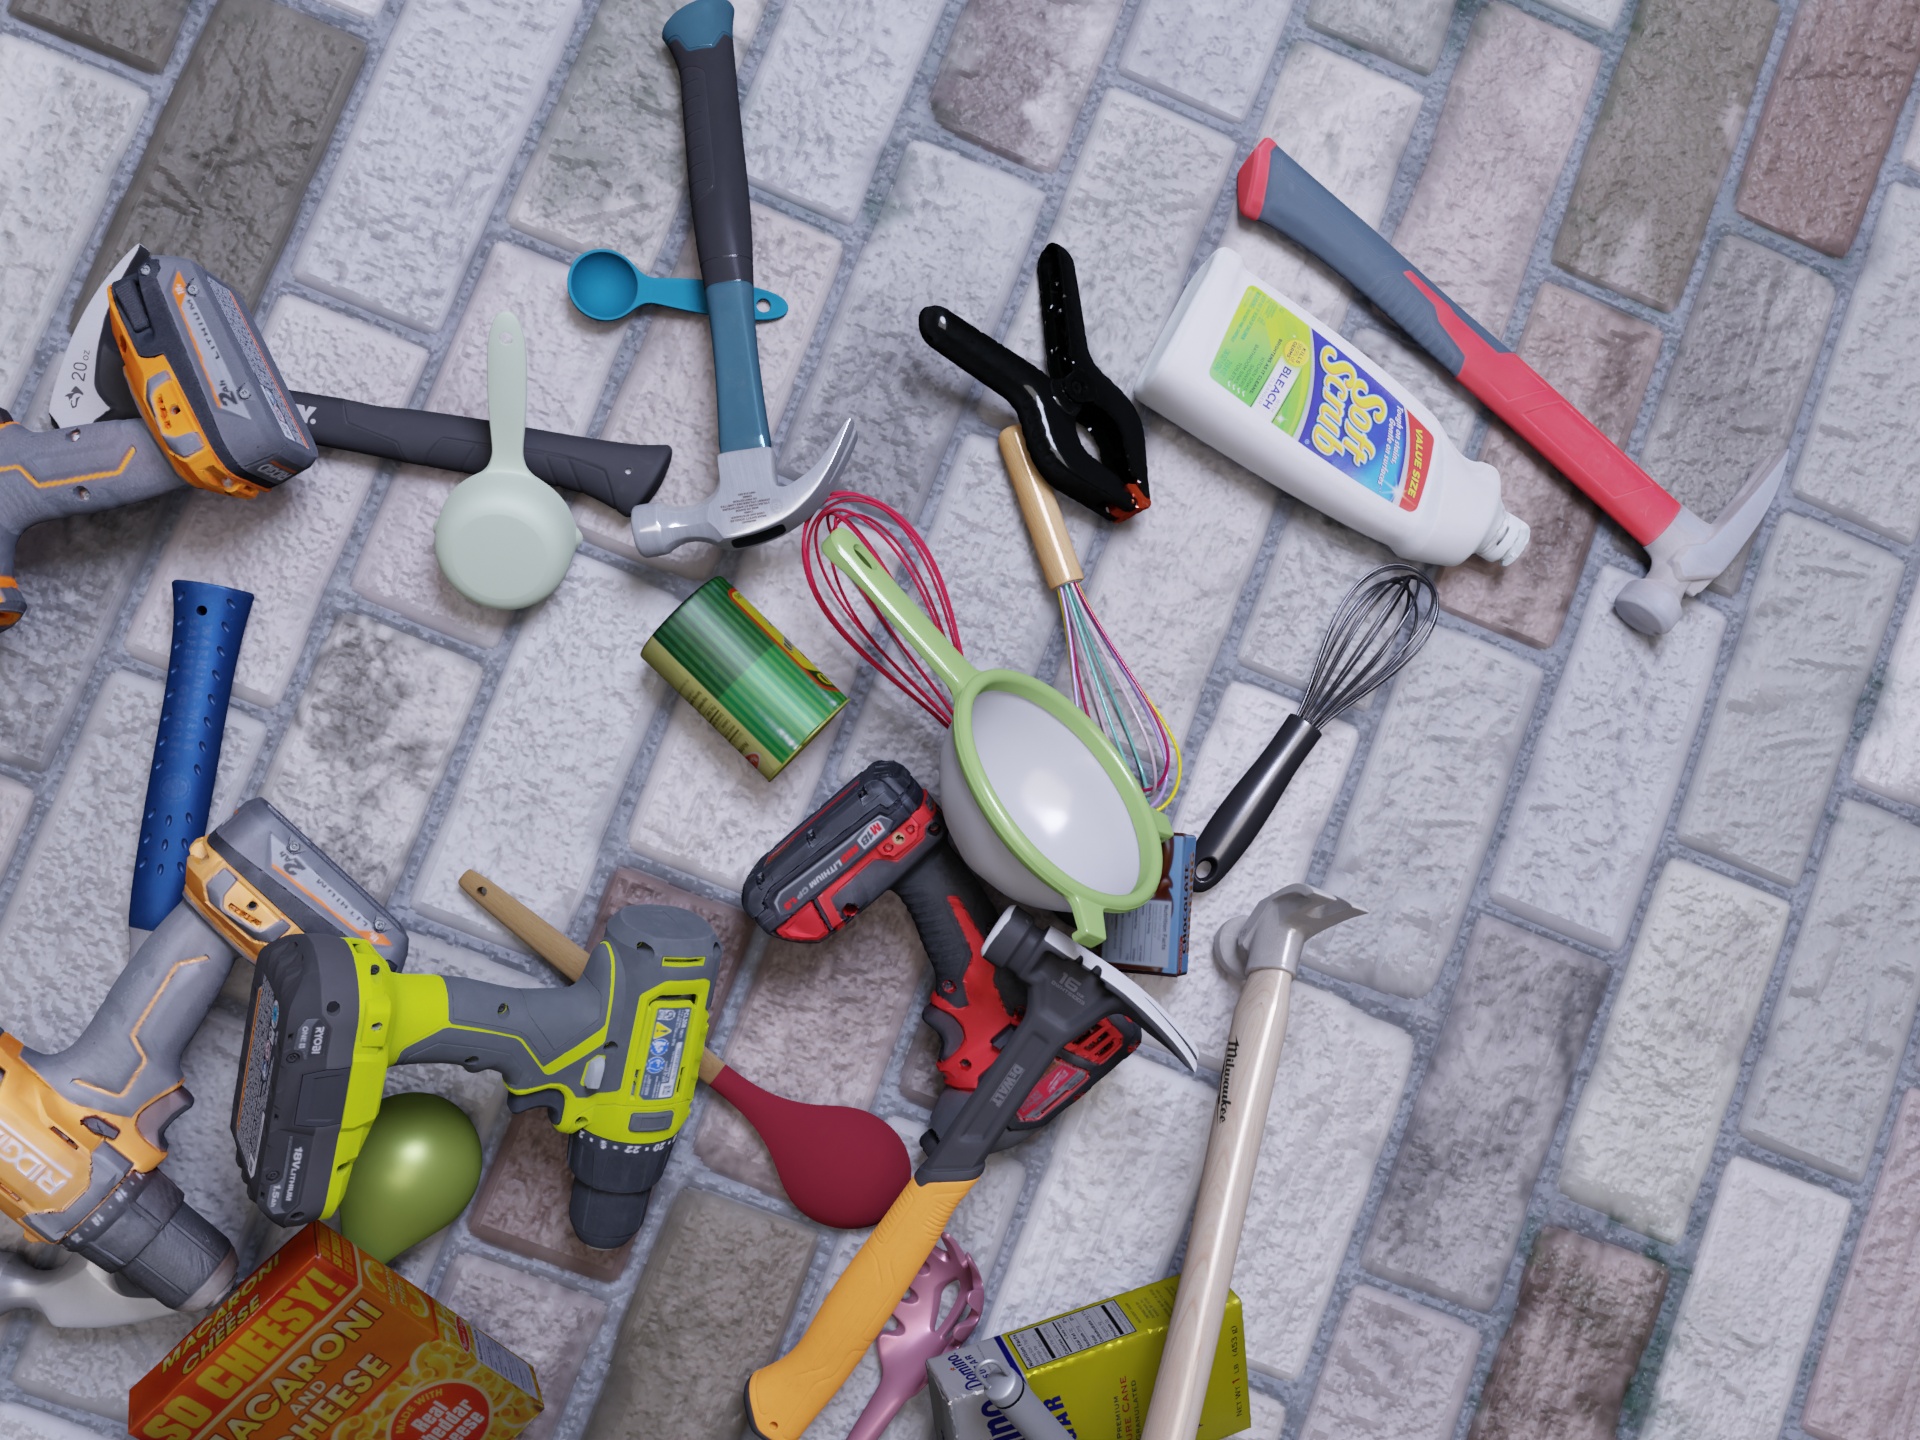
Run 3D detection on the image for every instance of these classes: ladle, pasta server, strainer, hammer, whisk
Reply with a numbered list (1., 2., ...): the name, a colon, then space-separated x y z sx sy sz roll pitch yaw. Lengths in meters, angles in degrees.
1. ladle: -0.158 0.185 0.907 0.315 0.031 0.069 38 85 -1
2. pasta server: -0.079 0.432 0.895 0.040 0.060 0.316 38 84 -44
3. strainer: 0.000 0.011 0.855 0.256 0.151 0.069 49 119 0
4. hammer: -0.438 0.126 0.873 0.144 0.035 0.405 8 86 -6
5. whisk: 0.208 0.006 0.952 0.055 0.055 0.239 36 88 -3
6. whisk: -0.001 -0.003 0.922 0.073 0.073 0.296 -33 97 -7
7. hammer: -0.012 0.267 0.863 0.127 0.034 0.337 34 102 5
8. hammer: 0.131 0.284 0.824 0.038 0.146 0.411 19 70 -5
9. hammer: -0.333 -0.171 0.903 0.334 0.035 0.146 8 86 -6
10. whisk: 0.074 -0.061 0.940 0.047 0.051 0.245 -22 83 27
11. hammer: 0.332 -0.230 0.981 0.386 0.038 0.143 41 82 -3
12. ladle: -0.360 0.352 0.872 0.078 0.062 0.320 28 91 -12
13. hammer: -0.135 -0.259 0.908 0.128 0.033 0.331 -7 79 1
14. strainer: 0.073 0.417 0.853 0.087 0.050 0.258 -29 118 9

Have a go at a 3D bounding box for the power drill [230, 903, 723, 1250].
1. power drill: -0.243 0.191 0.818 0.228 0.080 0.190 6 103 -35

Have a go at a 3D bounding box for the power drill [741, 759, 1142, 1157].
1. power drill: -0.016 0.142 0.898 0.143 0.078 0.219 -41 96 4

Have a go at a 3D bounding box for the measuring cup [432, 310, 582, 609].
1. measuring cup: -0.249 -0.136 0.866 0.083 0.038 0.167 4 121 -9

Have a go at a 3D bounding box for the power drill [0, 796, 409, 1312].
1. power drill: -0.389 0.175 0.819 0.226 0.084 0.185 -47 107 -16

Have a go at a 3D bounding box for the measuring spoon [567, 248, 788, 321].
1. measuring spoon: -0.167 -0.249 0.939 0.128 0.021 0.042 4 87 -15

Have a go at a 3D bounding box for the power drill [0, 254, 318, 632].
1. power drill: -0.477 -0.153 0.830 0.226 0.084 0.164 -26 91 -3
